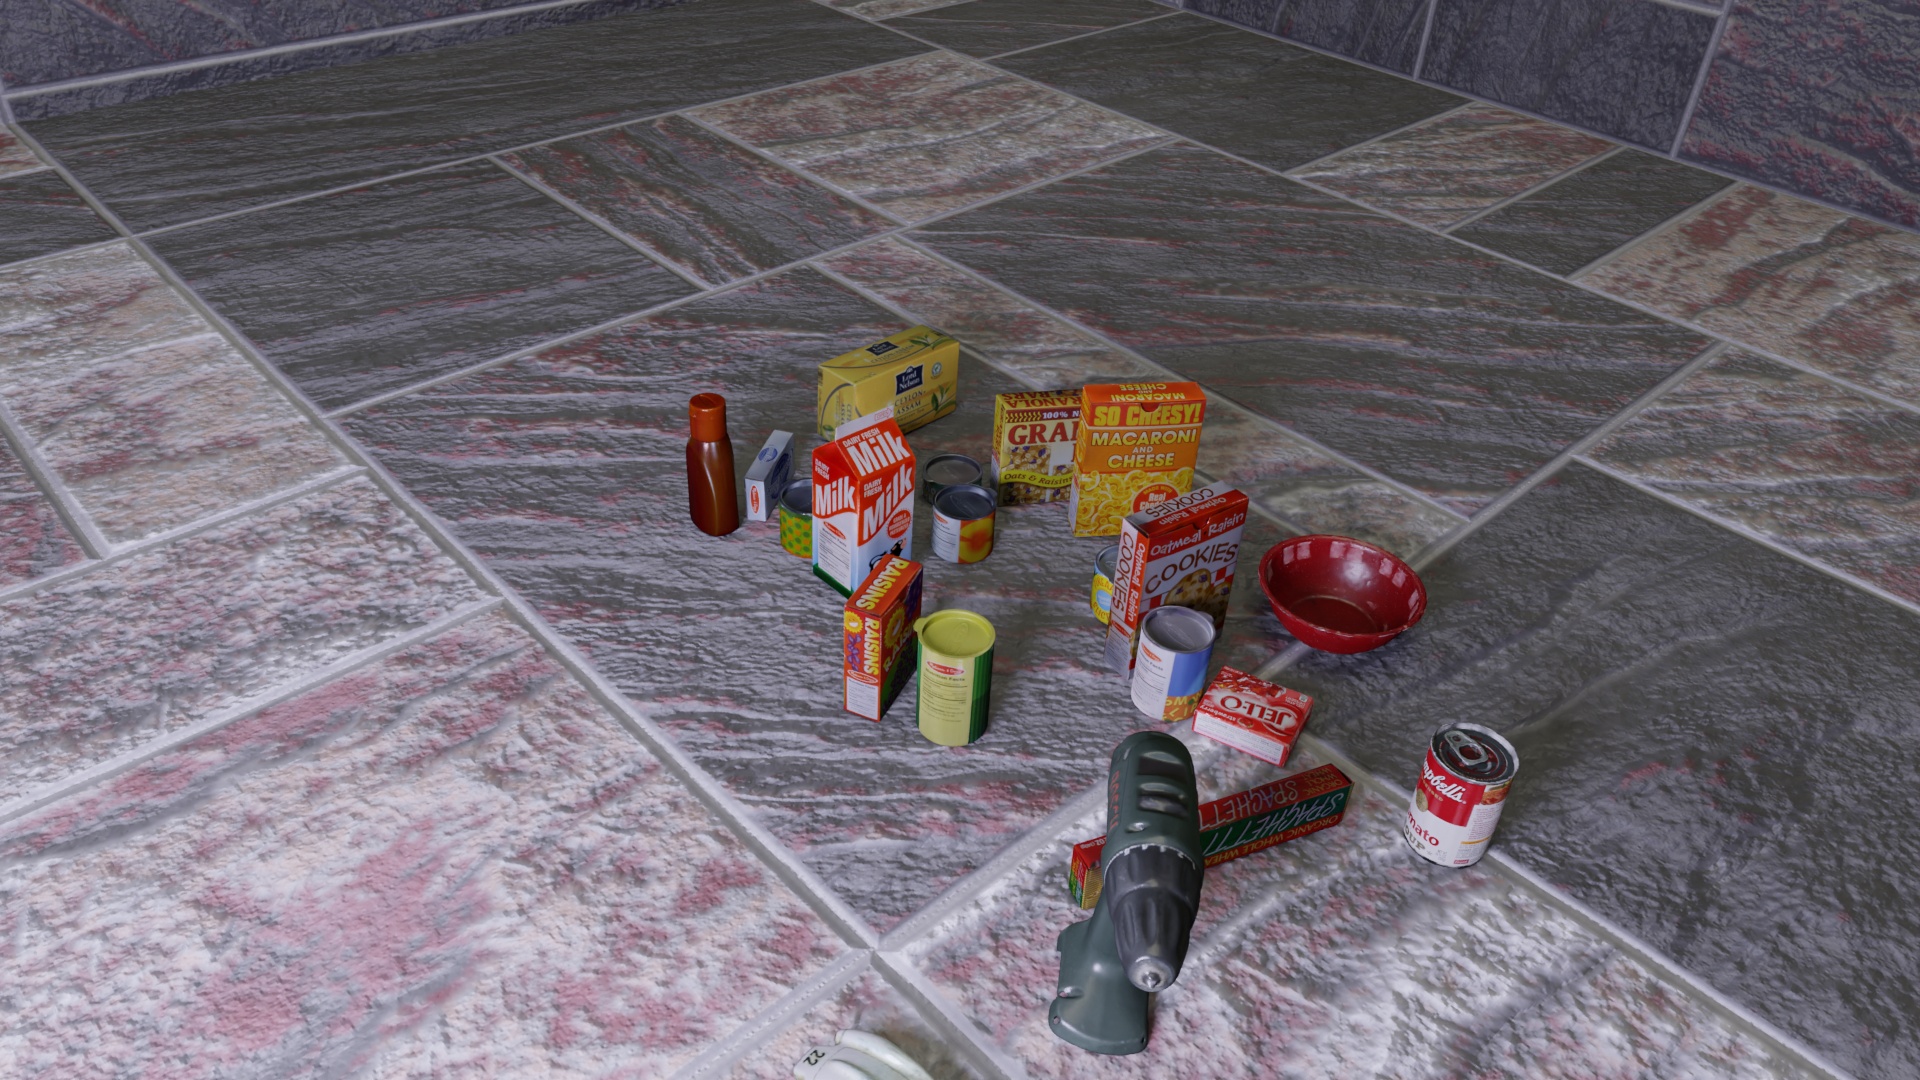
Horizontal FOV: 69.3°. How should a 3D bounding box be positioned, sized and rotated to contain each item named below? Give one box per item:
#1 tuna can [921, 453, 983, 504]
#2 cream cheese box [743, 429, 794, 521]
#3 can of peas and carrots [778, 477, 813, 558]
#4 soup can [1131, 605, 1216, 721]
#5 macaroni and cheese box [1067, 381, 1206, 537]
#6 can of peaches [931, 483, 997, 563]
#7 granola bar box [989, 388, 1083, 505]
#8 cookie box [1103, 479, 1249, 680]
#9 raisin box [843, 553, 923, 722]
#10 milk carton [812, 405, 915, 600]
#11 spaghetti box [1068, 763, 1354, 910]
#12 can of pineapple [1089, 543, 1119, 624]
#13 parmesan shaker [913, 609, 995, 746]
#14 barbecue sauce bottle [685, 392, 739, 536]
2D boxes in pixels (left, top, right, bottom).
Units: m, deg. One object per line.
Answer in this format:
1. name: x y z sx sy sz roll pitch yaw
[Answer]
1. tuna can: -0.011 -0.064 1.524 0.071 0.032 0.071 2 36 -2
2. cream cheese box: -0.205 -0.071 1.498 0.024 0.053 0.104 9 36 8
3. can of peas and carrots: -0.156 -0.024 1.433 0.071 0.058 0.071 2 36 -2
4. soup can: 0.194 0.111 1.256 0.071 0.083 0.072 2 36 -2
5. macaroni and cheese box: 0.183 -0.083 1.453 0.124 0.165 0.040 -3 36 -9
6. can of peaches: 0.005 -0.018 1.440 0.071 0.057 0.071 2 36 -2
7. granola bar box: 0.119 -0.103 1.511 0.166 0.123 0.039 -5 37 -12
8. cookie box: 0.199 0.037 1.287 0.123 0.166 0.040 -20 42 -29
9. raisin box: -0.069 0.086 1.233 0.040 0.122 0.086 17 38 18
10. milk carton: -0.094 -0.039 1.348 0.072 0.189 0.073 -27 45 -35
11. spaghetti box: 0.203 0.235 1.113 0.251 0.049 0.029 -13 39 -21
12. can of pineapple: 0.161 0.046 1.365 0.071 0.057 0.071 2 36 -2
13. parmesan shaker: -0.008 0.119 1.210 0.071 0.102 0.072 2 36 -2
14. barbecue sauce bottle: -0.256 -0.079 1.424 0.044 0.147 0.065 -23 43 -32
